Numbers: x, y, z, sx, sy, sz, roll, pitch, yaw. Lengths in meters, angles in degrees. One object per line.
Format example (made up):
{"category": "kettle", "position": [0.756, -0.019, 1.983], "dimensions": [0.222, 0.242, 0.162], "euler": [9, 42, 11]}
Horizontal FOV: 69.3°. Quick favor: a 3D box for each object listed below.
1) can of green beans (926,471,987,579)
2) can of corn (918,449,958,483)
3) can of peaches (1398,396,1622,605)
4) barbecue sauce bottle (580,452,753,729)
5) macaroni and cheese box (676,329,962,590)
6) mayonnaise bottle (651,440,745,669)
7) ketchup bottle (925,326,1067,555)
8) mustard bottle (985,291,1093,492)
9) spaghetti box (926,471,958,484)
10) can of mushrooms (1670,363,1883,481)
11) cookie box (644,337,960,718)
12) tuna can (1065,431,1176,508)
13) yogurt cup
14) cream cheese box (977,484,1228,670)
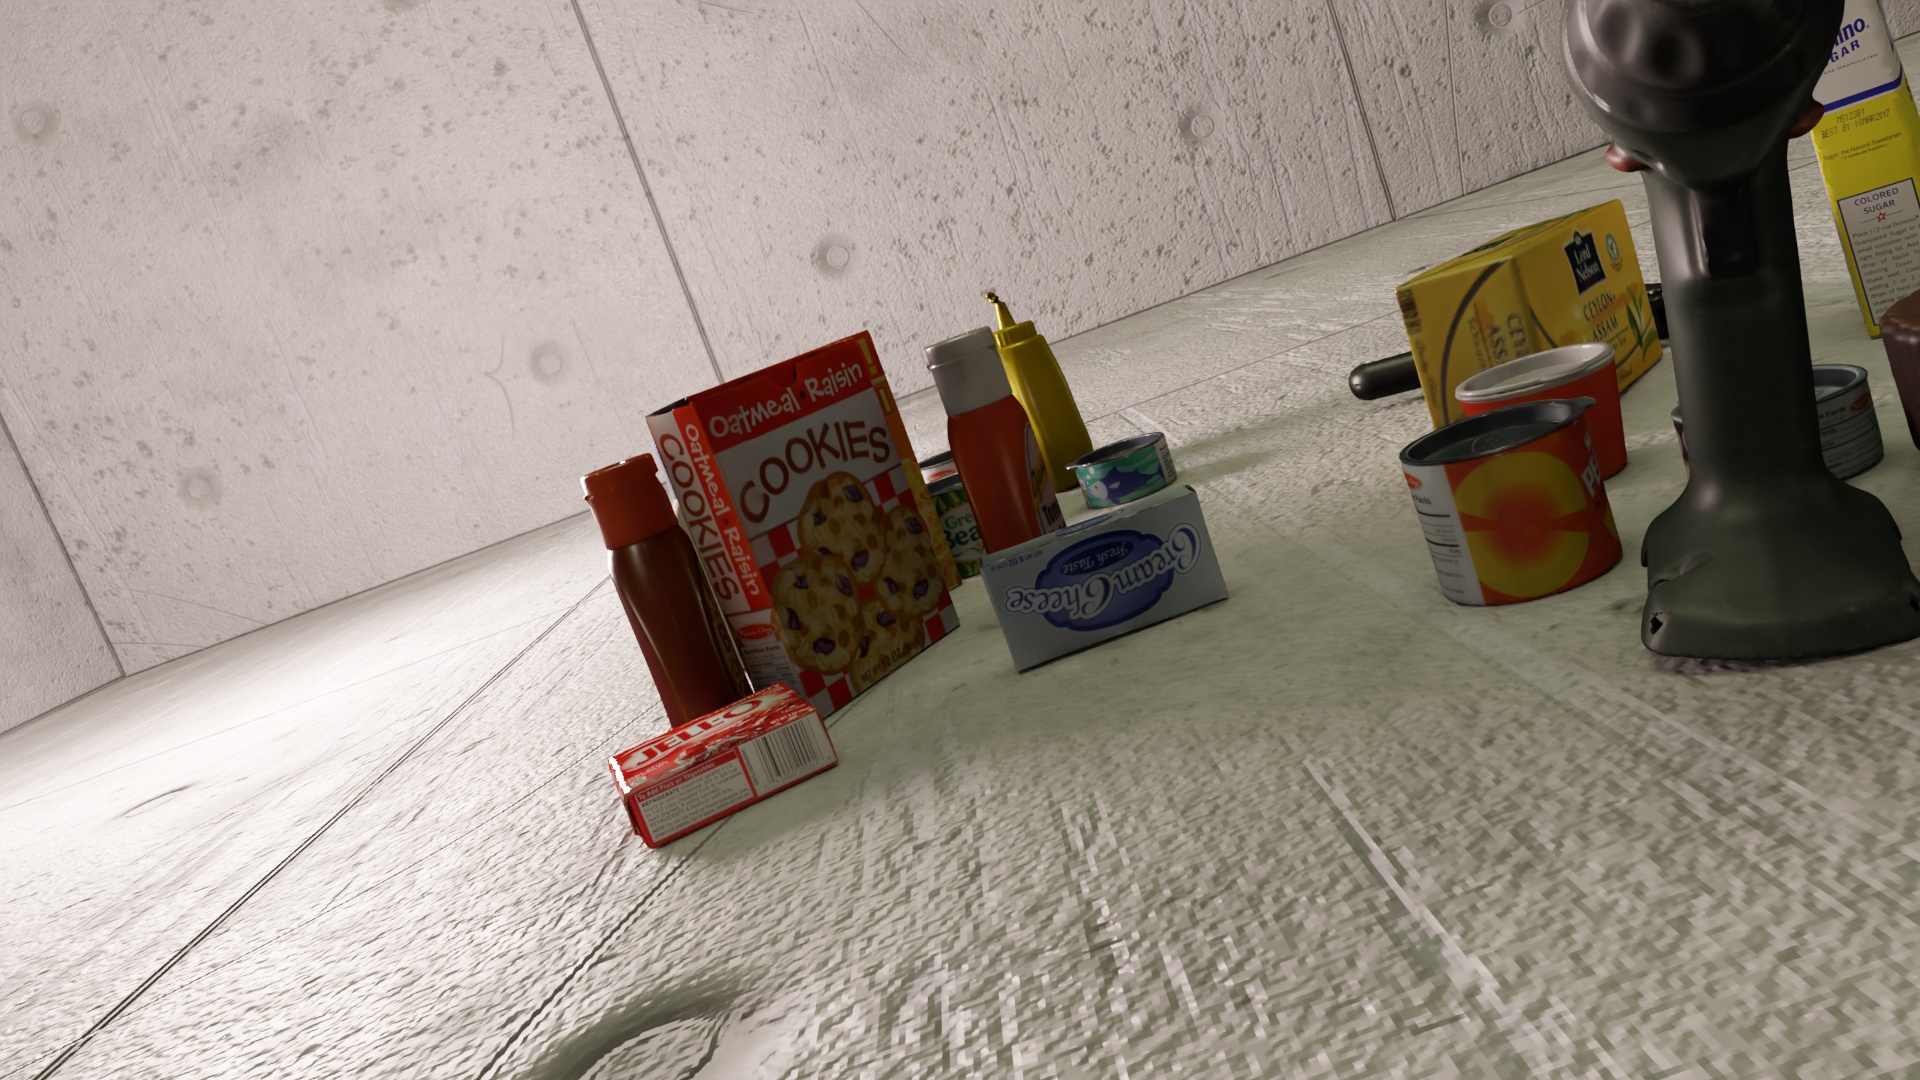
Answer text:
{"category": "can of green beans", "position": [0.003, -0.011, 0.895], "dimensions": [0.071, 0.057, 0.071], "euler": [-19, 10, 4]}
{"category": "can of corn", "position": [0.004, -0.038, 1.034], "dimensions": [0.071, 0.058, 0.071], "euler": [-19, 10, 4]}
{"category": "can of peaches", "position": [0.207, -0.015, 0.517], "dimensions": [0.071, 0.058, 0.071], "euler": [-19, 10, 4]}
{"category": "barbecue sauce bottle", "position": [-0.142, 0.032, 0.680], "dimensions": [0.044, 0.148, 0.065], "euler": [-22, 10, -11]}
{"category": "macaroni and cheese box", "position": [-0.081, -0.026, 0.820], "dimensions": [0.124, 0.166, 0.040], "euler": [-28, 12, -38]}
{"category": "mayonnaise bottle", "position": [-0.143, 0.002, 0.844], "dimensions": [0.065, 0.148, 0.041], "euler": [-22, 10, -10]}
{"category": "ketchup bottle", "position": [0.022, -0.036, 0.727], "dimensions": [0.043, 0.148, 0.065], "euler": [-17, 10, 18]}
{"category": "mustard bottle", "position": [0.054, -0.116, 1.059], "dimensions": [0.049, 0.160, 0.065], "euler": [-25, 10, -25]}
{"category": "spaghetti box", "position": [-0.059, 0.002, 0.964], "dimensions": [0.251, 0.050, 0.028], "euler": [-22, 10, -14]}
{"category": "can of mushrooms", "position": [0.309, -0.042, 0.530], "dimensions": [0.071, 0.033, 0.071], "euler": [-19, 10, 4]}
{"category": "cookie box", "position": [-0.074, -0.008, 0.707], "dimensions": [0.040, 0.167, 0.123], "euler": [-12, 12, 40]}
{"category": "tuna can", "position": [0.110, -0.047, 0.951], "dimensions": [0.071, 0.032, 0.071], "euler": [-19, 10, 4]}
{"category": "yogurt cup", "position": [0.263, -0.053, 0.622], "dimensions": [0.072, 0.054, 0.072], "euler": [-19, 10, 4]}
{"category": "cream cheese box", "position": [0.065, 0.017, 0.634], "dimensions": [0.104, 0.053, 0.024], "euler": [-20, 9, 0]}
